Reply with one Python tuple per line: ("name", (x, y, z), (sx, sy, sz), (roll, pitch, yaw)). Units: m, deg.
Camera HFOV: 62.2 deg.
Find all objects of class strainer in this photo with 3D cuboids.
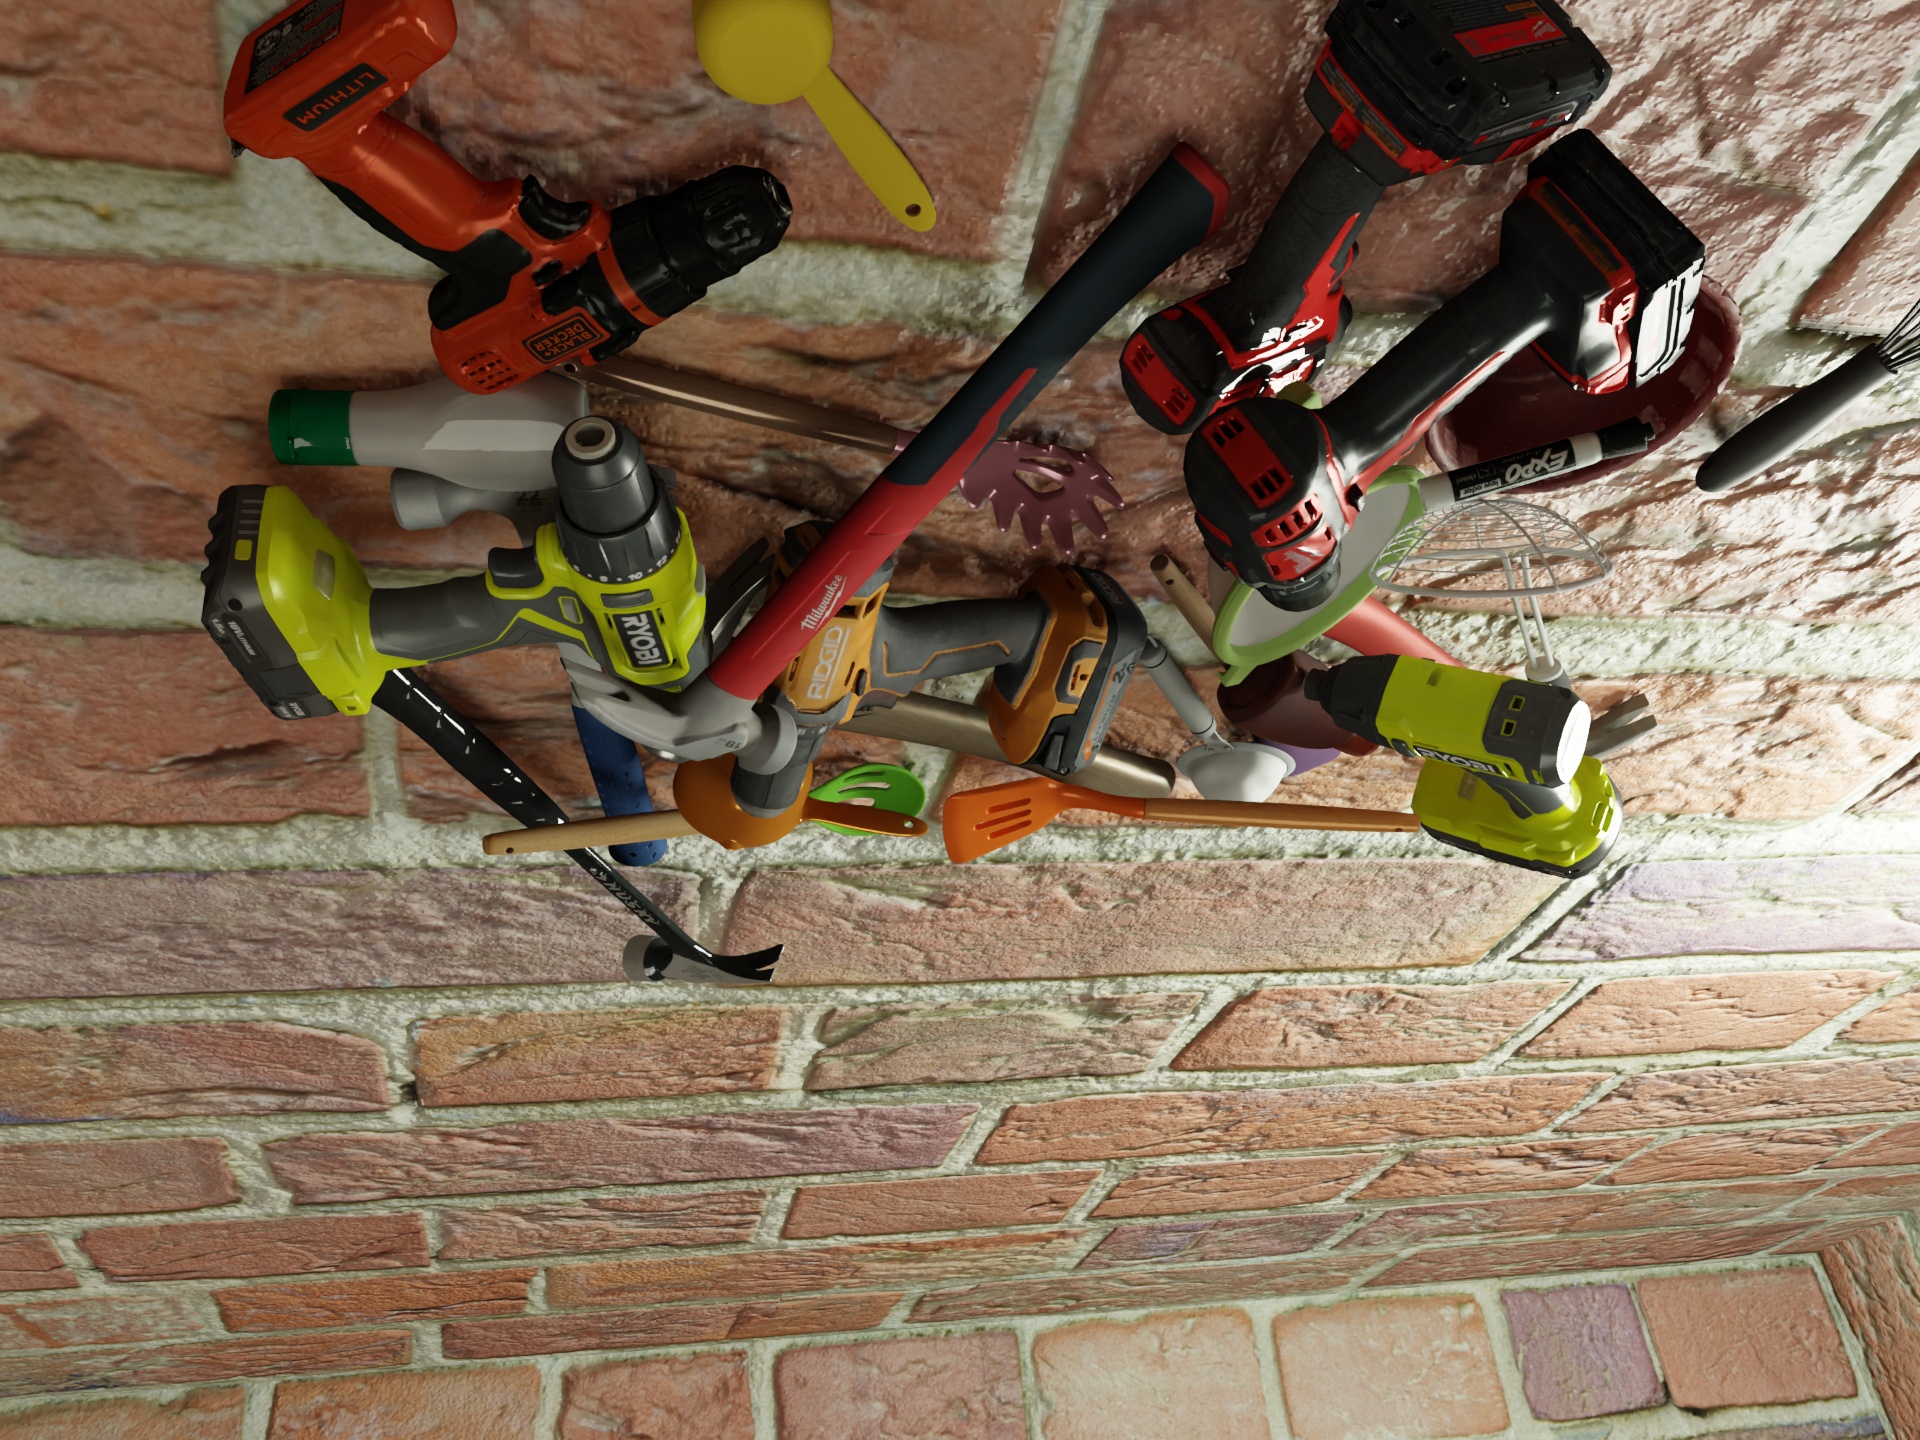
("strainer", (0.175, -0.123, 0.861), (0.151, 0.069, 0.256), (-37, 154, 0))
("strainer", (0.172, 0.009, 1.122), (0.087, 0.050, 0.258), (-9, 147, 27))

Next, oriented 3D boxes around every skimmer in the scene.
("skimmer", (0.347, -0.032, 0.981), (0.127, 0.090, 0.362), (3, 157, 29))

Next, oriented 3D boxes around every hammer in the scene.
("hammer", (-0.027, -0.124, 0.761), (0.386, 0.038, 0.143), (-46, 143, 18))
("hammer", (-0.002, -0.003, 1.046), (0.410, 0.038, 0.146), (15, 119, -38))
("hammer", (-0.225, -0.020, 0.988), (0.144, 0.035, 0.405), (-5, 147, -4))
("hammer", (-0.266, 0.082, 1.084), (0.149, 0.036, 0.408), (0, 146, 29))
("hammer", (0.345, -0.030, 1.102), (0.149, 0.037, 0.358), (-32, 141, 31))

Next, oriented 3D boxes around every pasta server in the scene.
("pasta server", (-0.060, -0.148, 0.830), (0.316, 0.040, 0.060), (10, 130, -24))

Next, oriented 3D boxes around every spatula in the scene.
("spatula", (0.197, -0.031, 1.083), (0.060, 0.018, 0.315), (-26, 145, 19))
("spatula", (0.150, 0.069, 1.089), (0.322, 0.041, 0.081), (3, 141, 5))

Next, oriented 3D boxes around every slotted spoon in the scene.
("slotted spoon", (-0.165, 0.064, 1.073), (0.313, 0.031, 0.070), (-5, 133, -32))

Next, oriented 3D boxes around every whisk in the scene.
("whisk", (0.510, -0.197, 0.879), (0.055, 0.055, 0.239), (13, 145, -29))

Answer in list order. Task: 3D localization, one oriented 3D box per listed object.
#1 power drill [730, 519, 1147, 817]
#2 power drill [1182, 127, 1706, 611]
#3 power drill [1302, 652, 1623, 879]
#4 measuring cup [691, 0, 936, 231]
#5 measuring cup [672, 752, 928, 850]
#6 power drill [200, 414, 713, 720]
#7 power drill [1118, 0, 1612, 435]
("power drill", (-0.022, -0.018, 0.941), (0.226, 0.084, 0.185), (4, 123, -28))
("power drill", (0.210, -0.137, 0.724), (0.226, 0.080, 0.187), (-36, 159, 9))
("power drill", (0.331, 0.023, 1.032), (0.171, 0.080, 0.223), (16, 168, 38))
("measuring cup", (-0.053, -0.254, 0.675), (0.062, 0.029, 0.156), (-24, 142, 22))
("measuring cup", (-0.100, 0.042, 1.047), (0.173, 0.095, 0.052), (12, 135, -10))
("power drill", (-0.245, -0.074, 0.792), (0.228, 0.080, 0.190), (-6, 151, -2))
("power drill", (0.172, -0.222, 0.709), (0.143, 0.079, 0.219), (-27, 164, -36))
